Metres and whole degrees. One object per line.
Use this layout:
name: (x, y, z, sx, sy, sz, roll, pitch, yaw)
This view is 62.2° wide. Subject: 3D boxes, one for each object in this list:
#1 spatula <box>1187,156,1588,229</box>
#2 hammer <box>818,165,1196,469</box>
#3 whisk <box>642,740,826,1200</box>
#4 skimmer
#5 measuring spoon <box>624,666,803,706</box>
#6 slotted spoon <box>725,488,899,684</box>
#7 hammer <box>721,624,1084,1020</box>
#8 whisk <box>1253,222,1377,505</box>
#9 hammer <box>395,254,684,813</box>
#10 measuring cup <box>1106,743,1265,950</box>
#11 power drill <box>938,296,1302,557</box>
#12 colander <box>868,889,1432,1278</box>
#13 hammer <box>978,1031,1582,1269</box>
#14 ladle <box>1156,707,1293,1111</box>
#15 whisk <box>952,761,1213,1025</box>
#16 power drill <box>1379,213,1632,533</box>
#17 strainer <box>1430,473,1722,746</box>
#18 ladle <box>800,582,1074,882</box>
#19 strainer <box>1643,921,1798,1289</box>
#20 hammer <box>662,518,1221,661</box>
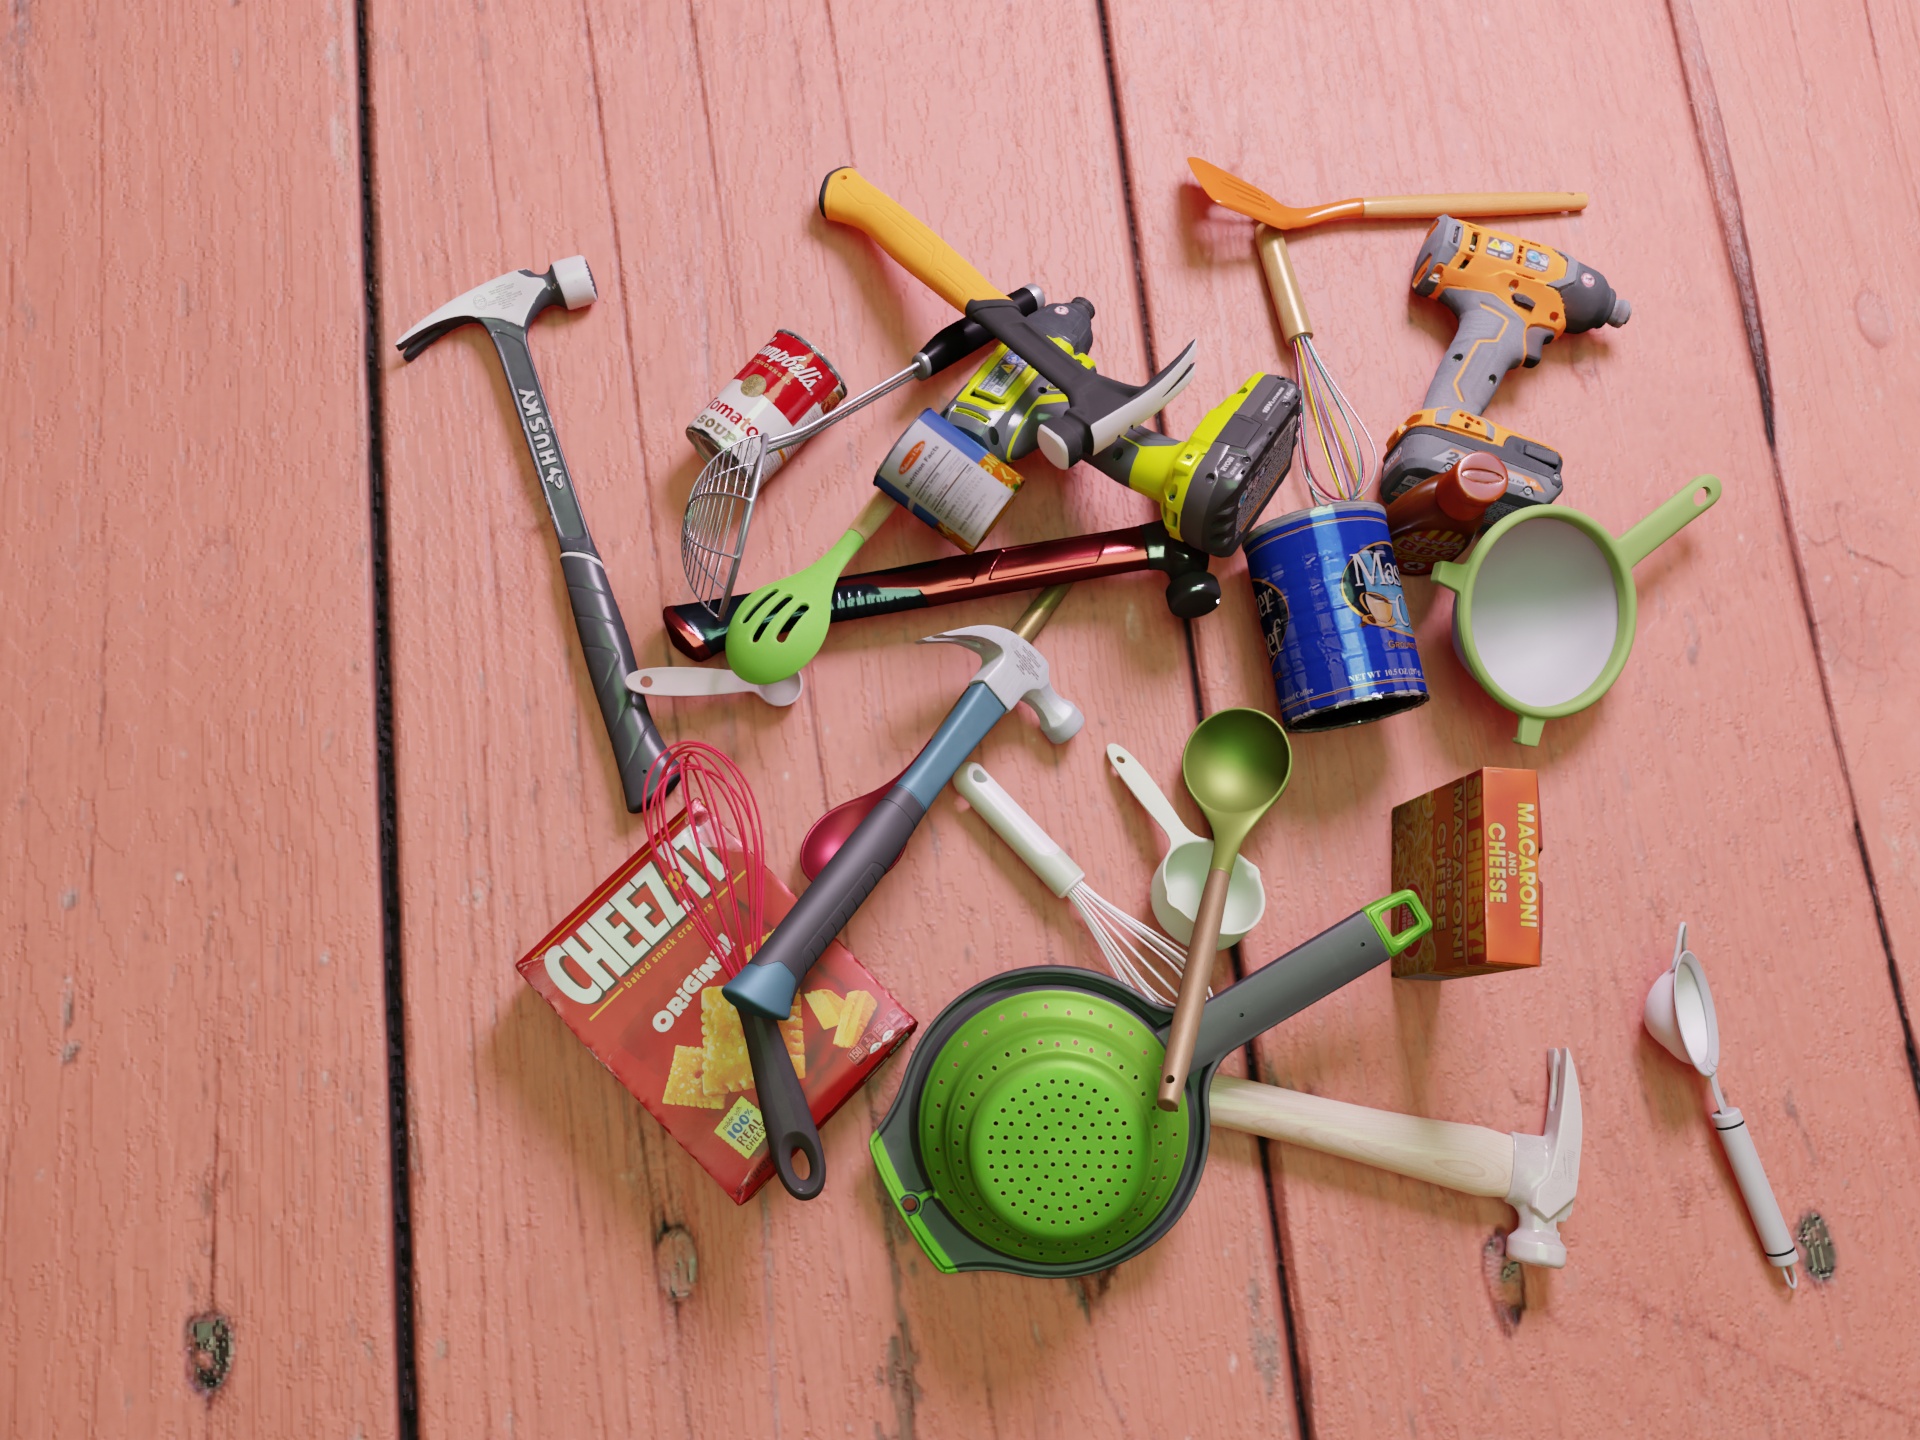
spatula: (0.334, -0.405, 1.228, 0.322, 0.041, 0.081, -4, 43, -8)
hammer: (0.014, -0.307, 1.128, 0.127, 0.034, 0.337, -35, 60, -16)
whisk: (-0.135, 0.154, 0.993, 0.073, 0.073, 0.296, -16, 84, -7)
skimmer: (-0.054, -0.201, 1.118, 0.363, 0.127, 0.090, -37, 81, -26)
measuring spoon: (-0.172, -0.025, 1.109, 0.124, 0.018, 0.034, 0, 76, -18)
slotted spoon: (-0.061, -0.148, 1.123, 0.070, 0.031, 0.314, 25, 62, 22)
hammer: (-0.040, 0.063, 1.028, 0.128, 0.033, 0.331, 50, 56, -19)
whisk: (0.262, -0.266, 1.199, 0.047, 0.051, 0.245, -5, 73, -26)
hammer: (-0.280, -0.130, 1.129, 0.149, 0.036, 0.409, -18, 80, -7)
measuring cup: (0.144, 0.089, 1.111, 0.083, 0.038, 0.168, -15, 58, -32)
power drill: (0.119, -0.217, 1.125, 0.223, 0.080, 0.171, 26, 61, 20)
colander: (0.131, 0.220, 1.004, 0.397, 0.094, 0.204, -30, 88, -1)
hammer: (0.215, 0.257, 1.077, 0.410, 0.038, 0.146, 12, 76, -1)
ladle: (0.160, 0.110, 1.022, 0.078, 0.062, 0.320, -2, 39, 23)
whisk: (0.082, 0.119, 1.094, 0.246, 0.059, 0.058, 46, 42, 11)
power drill: (0.408, -0.256, 1.184, 0.164, 0.084, 0.227, 16, 73, -1)
strainer: (0.445, -0.106, 1.156, 0.256, 0.069, 0.151, -35, 102, -16)
ladle: (-0.002, -0.004, 1.123, 0.069, 0.031, 0.315, 30, 73, 27)
strainer: (0.523, 0.267, 1.095, 0.087, 0.050, 0.258, -13, 82, -51)
hammer: (-0.019, -0.111, 1.134, 0.386, 0.038, 0.143, -10, 61, -2)
